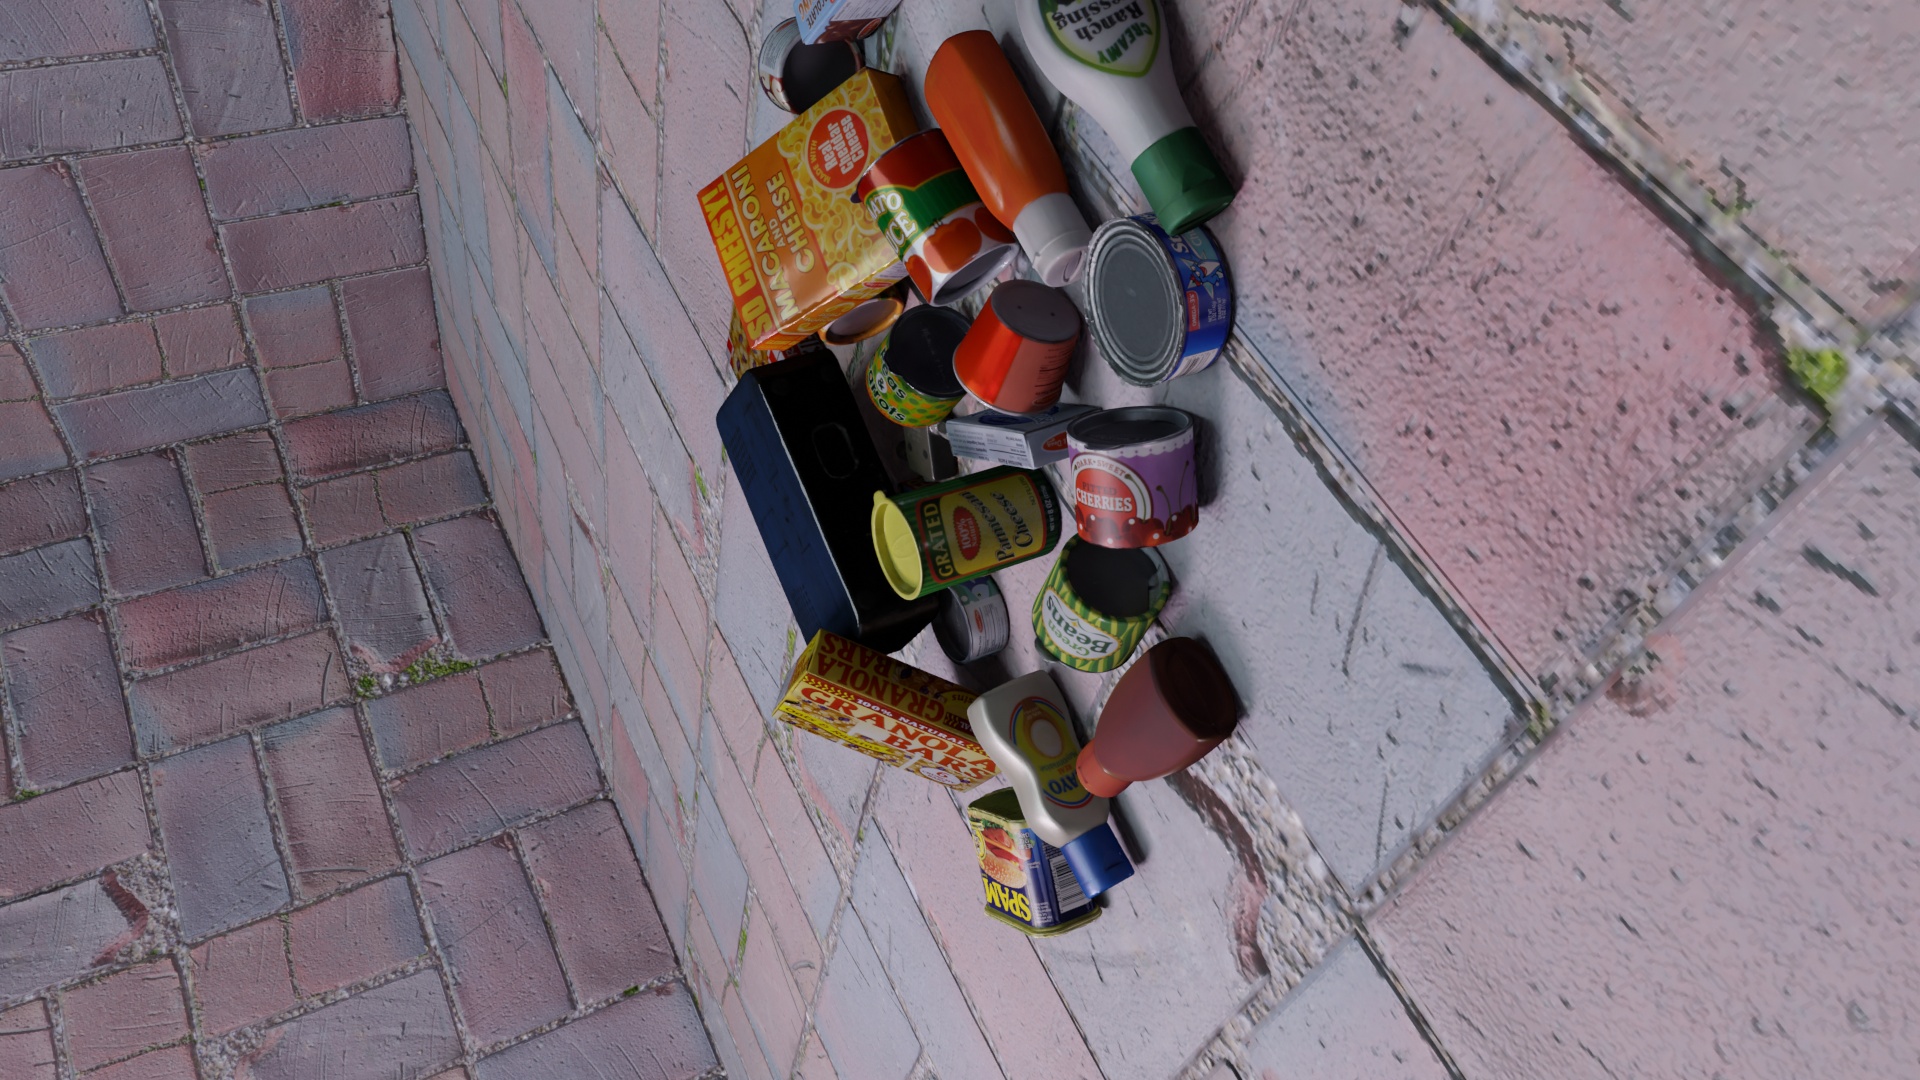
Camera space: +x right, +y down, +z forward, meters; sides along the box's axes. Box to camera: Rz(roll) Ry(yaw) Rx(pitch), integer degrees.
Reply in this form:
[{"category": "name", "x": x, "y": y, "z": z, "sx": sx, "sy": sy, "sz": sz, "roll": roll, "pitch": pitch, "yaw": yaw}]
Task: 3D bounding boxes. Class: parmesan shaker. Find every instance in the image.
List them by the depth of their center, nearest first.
[{"category": "parmesan shaker", "x": 0.003, "y": -0.011, "z": 0.883, "sx": 0.071, "sy": 0.103, "sz": 0.071, "roll": 43, "pitch": 142, "yaw": 47}]

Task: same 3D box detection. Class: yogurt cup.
[{"category": "yogurt cup", "x": 0.035, "y": -0.113, "z": 0.802, "sx": 0.072, "sy": 0.072, "sz": 0.053, "roll": 58, "pitch": 144, "yaw": 29}]

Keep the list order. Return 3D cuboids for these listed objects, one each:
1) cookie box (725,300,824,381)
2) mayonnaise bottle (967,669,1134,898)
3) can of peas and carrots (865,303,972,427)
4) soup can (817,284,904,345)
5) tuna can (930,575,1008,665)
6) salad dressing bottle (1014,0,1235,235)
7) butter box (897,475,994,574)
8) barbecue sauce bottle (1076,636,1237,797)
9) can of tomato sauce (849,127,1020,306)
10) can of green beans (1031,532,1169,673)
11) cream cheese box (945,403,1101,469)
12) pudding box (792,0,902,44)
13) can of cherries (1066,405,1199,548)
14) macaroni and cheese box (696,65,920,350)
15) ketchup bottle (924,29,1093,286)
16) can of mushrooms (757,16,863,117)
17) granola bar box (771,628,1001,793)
[{"category": "cookie box", "x": -0.150, "y": -0.139, "z": 1.201, "sx": 0.168, "sy": 0.040, "sz": 0.122, "roll": 63, "pitch": 153, "yaw": 23}, {"category": "mayonnaise bottle", "x": 0.064, "y": 0.162, "z": 0.921, "sx": 0.148, "sy": 0.065, "sz": 0.041, "roll": 61, "pitch": 149, "yaw": 16}, {"category": "can of peas and carrots", "x": -0.026, "y": -0.114, "z": 0.918, "sx": 0.071, "sy": 0.071, "sz": 0.058, "roll": 69, "pitch": 155, "yaw": 9}, {"category": "soup can", "x": -0.085, "y": -0.192, "z": 1.001, "sx": 0.084, "sy": 0.071, "sz": 0.071, "roll": 66, "pitch": 154, "yaw": 13}, {"category": "tuna can", "x": 0.004, "y": 0.054, "z": 1.007, "sx": 0.071, "sy": 0.033, "sz": 0.070, "roll": 43, "pitch": 142, "yaw": 47}, {"category": "salad dressing bottle", "x": 0.078, "y": -0.216, "z": 0.654, "sx": 0.147, "sy": 0.064, "sz": 0.044, "roll": 62, "pitch": 173, "yaw": 5}, {"category": "butter box", "x": -0.011, "y": -0.010, "z": 1.008, "sx": 0.103, "sy": 0.024, "sz": 0.053, "roll": 26, "pitch": 129, "yaw": 58}, {"category": "barbecue sauce bottle", "x": 0.108, "y": 0.112, "z": 0.815, "sx": 0.065, "sy": 0.044, "sz": 0.147, "roll": 64, "pitch": 155, "yaw": 19}, {"category": "can of tomato sauce", "x": -0.015, "y": -0.191, "z": 0.830, "sx": 0.083, "sy": 0.071, "sz": 0.071, "roll": 57, "pitch": 153, "yaw": 7}, {"category": "can of green beans", "x": 0.080, "y": 0.034, "z": 0.796, "sx": 0.071, "sy": 0.071, "sz": 0.057, "roll": 61, "pitch": 152, "yaw": 25}, {"category": "cream cheese box", "x": 0.038, "y": -0.065, "z": 0.837, "sx": 0.104, "sy": 0.053, "sz": 0.024, "roll": 16, "pitch": 121, "yaw": 62}, {"category": "pudding box", "x": -0.070, "y": -0.347, "z": 0.886, "sx": 0.083, "sy": 0.050, "sz": 0.030, "roll": -9, "pitch": 95, "yaw": 65}, {"category": "can of cherries", "x": 0.089, "y": -0.033, "z": 0.728, "sx": 0.071, "sy": 0.072, "sz": 0.058, "roll": 29, "pitch": 131, "yaw": 56}, {"category": "macaroni and cheese box", "x": -0.091, "y": -0.217, "z": 0.933, "sx": 0.166, "sy": 0.040, "sz": 0.124, "roll": -25, "pitch": 81, "yaw": 33}, {"category": "ketchup bottle", "x": 0.029, "y": -0.210, "z": 0.774, "sx": 0.149, "sy": 0.044, "sz": 0.064, "roll": 64, "pitch": 160, "yaw": 19}, {"category": "can of mushrooms", "x": -0.100, "y": -0.321, "z": 0.951, "sx": 0.033, "sy": 0.071, "sz": 0.070, "roll": 40, "pitch": 140, "yaw": 48}, {"category": "granola bar box", "x": -0.047, "y": 0.130, "z": 1.023, "sx": 0.123, "sy": 0.165, "sz": 0.039, "roll": 131, "pitch": 160, "yaw": -62}]
